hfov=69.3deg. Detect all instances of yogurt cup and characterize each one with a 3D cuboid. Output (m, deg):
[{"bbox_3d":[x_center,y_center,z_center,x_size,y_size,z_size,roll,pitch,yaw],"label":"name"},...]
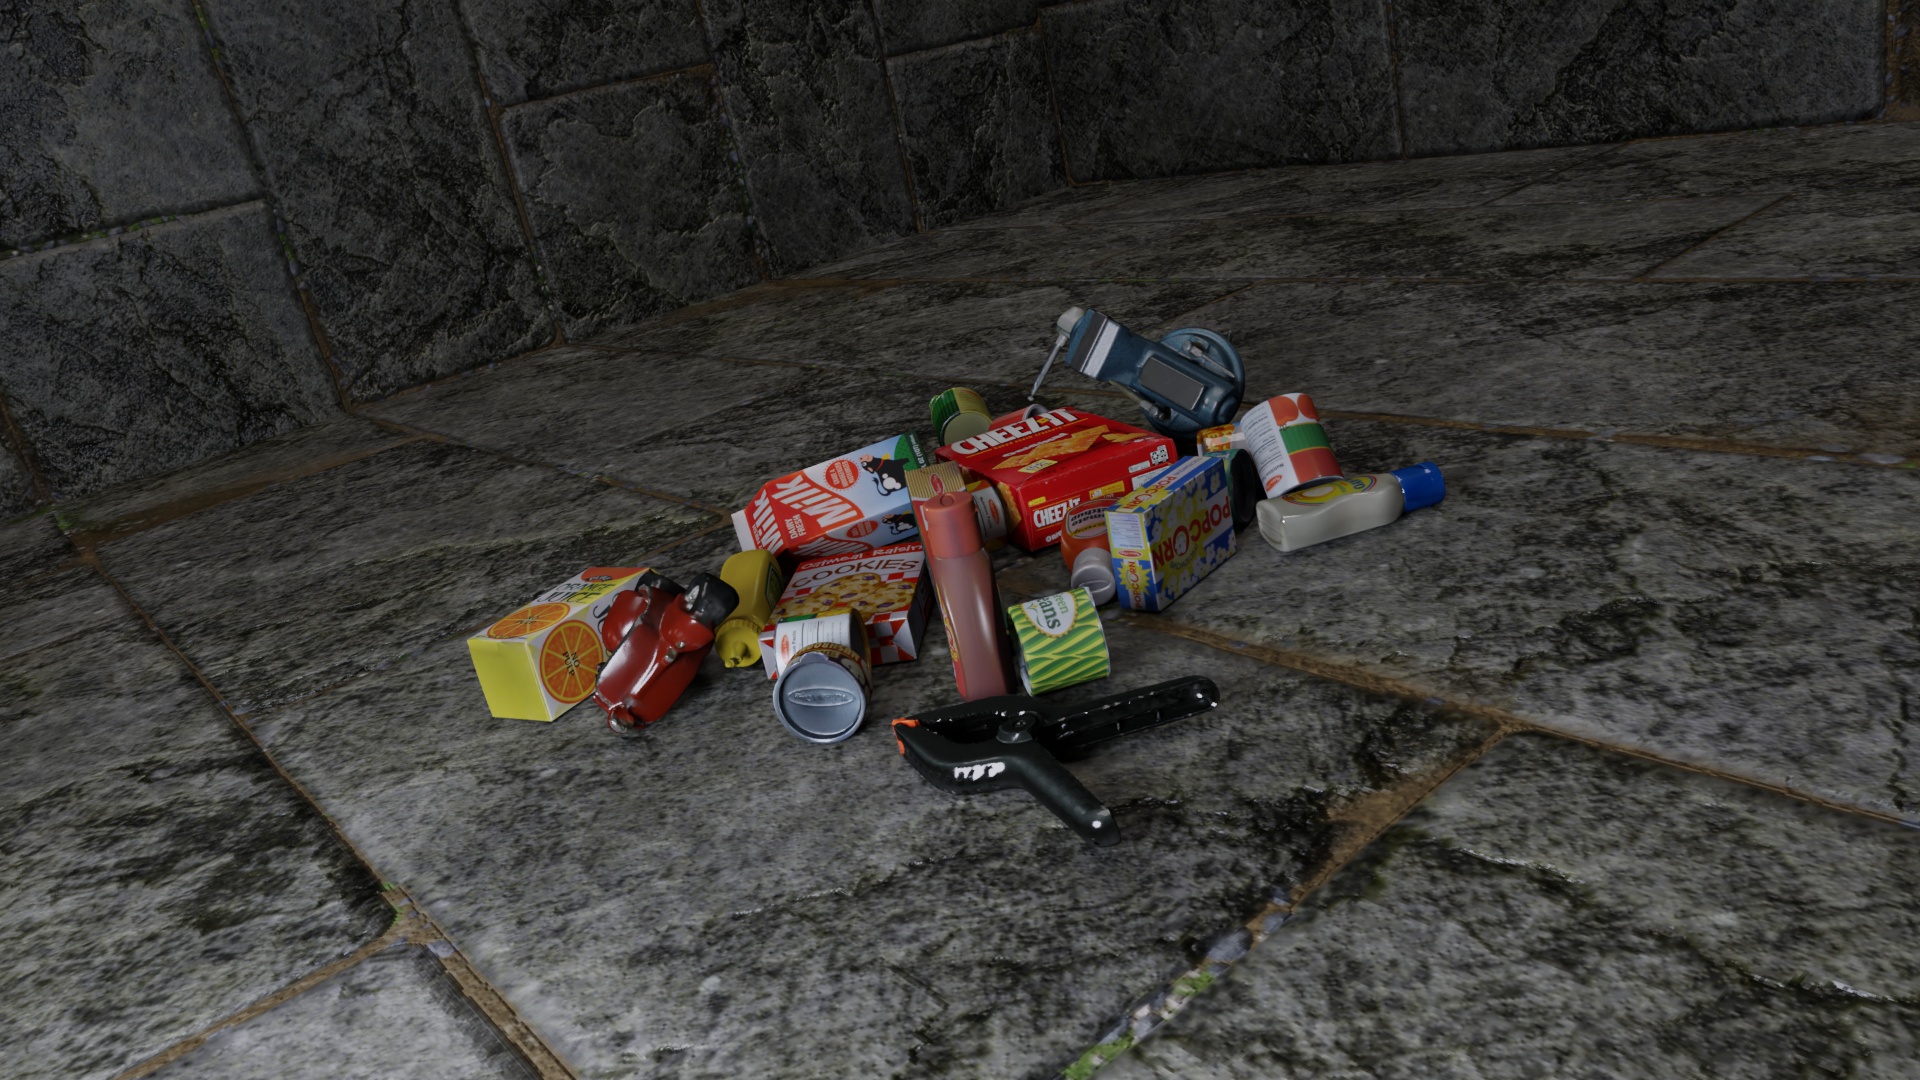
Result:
[{"bbox_3d":[0.066,-0.109,1.488,0.054,0.072,0.073,-8,18,36],"label":"yogurt cup"}]

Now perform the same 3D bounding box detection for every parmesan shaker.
[{"bbox_3d":[0.001,-0.131,1.578,0.071,0.071,0.103,-13,20,-1],"label":"parmesan shaker"}]

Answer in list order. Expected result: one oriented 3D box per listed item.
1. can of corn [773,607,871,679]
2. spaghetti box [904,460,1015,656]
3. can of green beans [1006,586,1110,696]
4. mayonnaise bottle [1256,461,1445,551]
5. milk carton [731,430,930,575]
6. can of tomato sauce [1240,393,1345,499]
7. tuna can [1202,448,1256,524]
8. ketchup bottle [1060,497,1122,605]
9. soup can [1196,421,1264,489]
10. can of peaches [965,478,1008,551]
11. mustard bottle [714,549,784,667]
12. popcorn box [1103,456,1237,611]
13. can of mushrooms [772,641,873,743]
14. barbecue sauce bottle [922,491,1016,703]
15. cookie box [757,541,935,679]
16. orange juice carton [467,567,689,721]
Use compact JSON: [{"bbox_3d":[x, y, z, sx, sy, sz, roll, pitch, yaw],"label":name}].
[{"bbox_3d":[-0.102,0.087,1.049,0.058,0.071,0.071,-9,20,9],"label":"can of corn"},{"bbox_3d":[-0.004,0.014,1.143,0.050,0.028,0.251,-13,36,-3],"label":"spaghetti box"},{"bbox_3d":[0.069,0.072,0.983,0.058,0.071,0.071,-14,19,-5],"label":"can of green beans"},{"bbox_3d":[0.323,-0.030,1.145,0.148,0.041,0.065,-15,18,-7],"label":"mayonnaise bottle"},{"bbox_3d":[-0.116,-0.028,1.307,0.191,0.072,0.073,-20,-24,-5],"label":"milk carton"},{"bbox_3d":[0.288,-0.076,1.200,0.071,0.083,0.071,-14,-21,-5],"label":"can of tomato sauce"},{"bbox_3d":[0.231,-0.047,1.207,0.033,0.071,0.071,-3,21,29],"label":"tuna can"},{"bbox_3d":[0.114,0.009,1.162,0.065,0.043,0.149,-12,20,12],"label":"ketchup bottle"},{"bbox_3d":[0.266,-0.078,1.274,0.084,0.071,0.071,-13,19,2],"label":"soup can"},{"bbox_3d":[0.005,-0.016,1.267,0.058,0.071,0.071,-18,20,-13],"label":"can of peaches"},{"bbox_3d":[-0.179,0.065,1.164,0.049,0.065,0.161,-12,27,4],"label":"mustard bottle"},{"bbox_3d":[0.170,-0.007,1.111,0.038,0.085,0.127,6,26,41],"label":"popcorn box"},{"bbox_3d":[-0.097,0.105,0.984,0.071,0.070,0.033,-9,18,11],"label":"can of mushrooms"},{"bbox_3d":[0.006,0.040,0.986,0.044,0.148,0.065,-12,19,1],"label":"barbecue sauce bottle"},{"bbox_3d":[-0.089,0.054,1.163,0.123,0.040,0.168,-9,20,10],"label":"cookie box"},{"bbox_3d":[-0.319,0.077,1.194,0.072,0.072,0.193,-1,22,31],"label":"orange juice carton"}]
